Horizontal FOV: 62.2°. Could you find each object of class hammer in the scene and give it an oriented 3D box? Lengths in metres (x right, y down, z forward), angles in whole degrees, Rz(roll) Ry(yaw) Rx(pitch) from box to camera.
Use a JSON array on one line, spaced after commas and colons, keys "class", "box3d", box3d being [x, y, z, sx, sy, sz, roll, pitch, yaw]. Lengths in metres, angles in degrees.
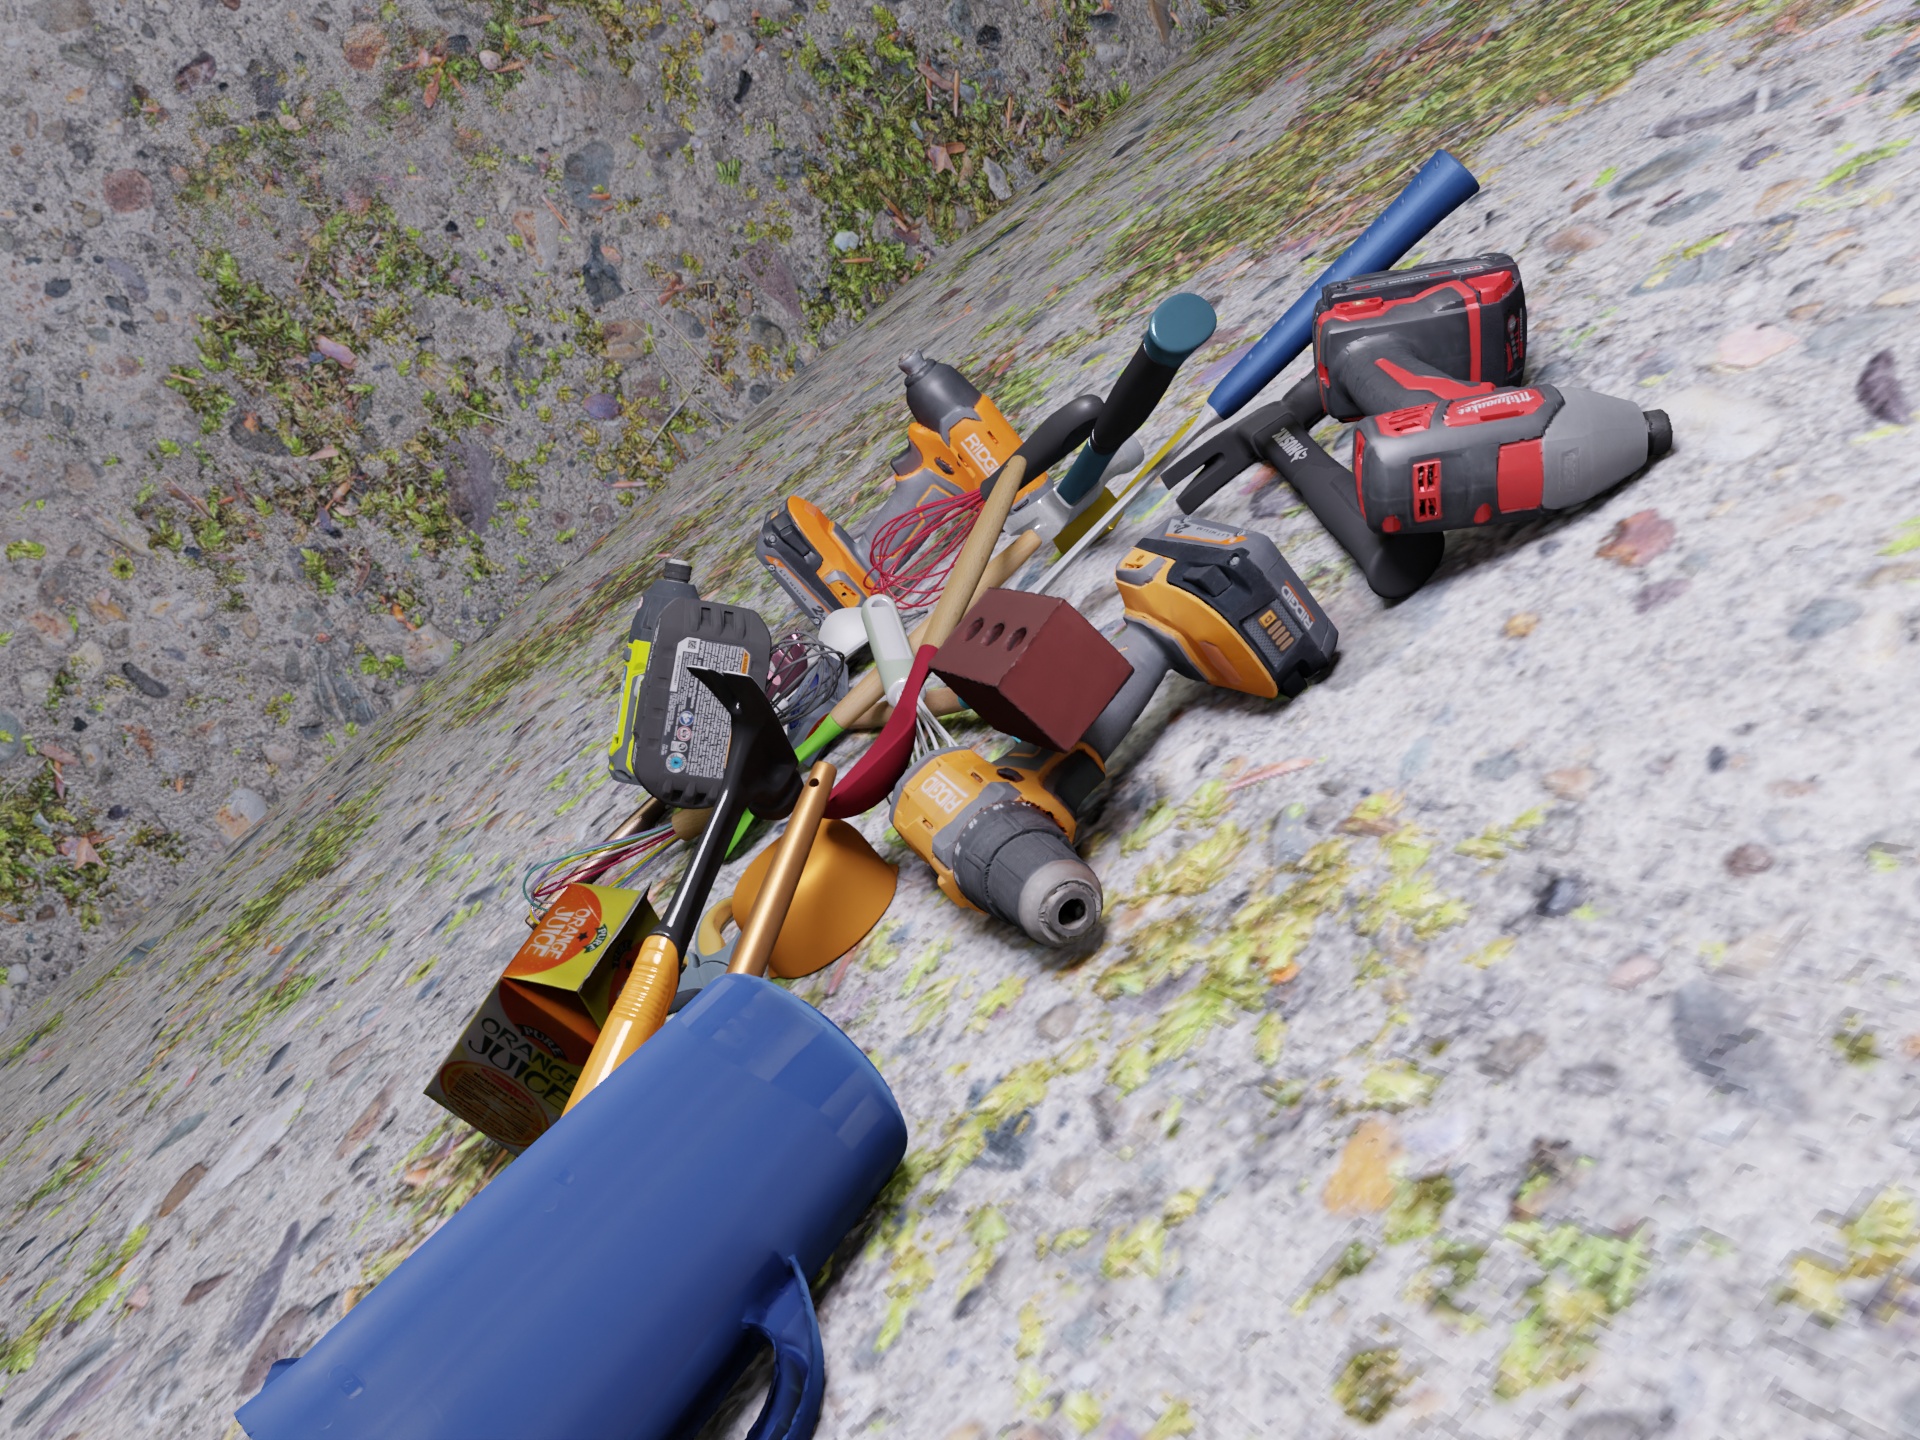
[{"class": "hammer", "box3d": [-0.155, 0.136, 0.771, 0.034, 0.127, 0.337, 10, 60, 16]}, {"class": "hammer", "box3d": [0.148, -0.179, 0.963, 0.405, 0.035, 0.144, -45, 3, 15]}, {"class": "hammer", "box3d": [0.206, -0.137, 0.930, 0.146, 0.035, 0.335, -33, 20, 11]}, {"class": "hammer", "box3d": [0.095, -0.180, 0.978, 0.128, 0.033, 0.331, -42, -2, -12]}]

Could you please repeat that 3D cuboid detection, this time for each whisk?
[{"class": "whisk", "box3d": [-0.149, 0.005, 1.142, 0.239, 0.055, 0.055, -43, 10, 48]}, {"class": "whisk", "box3d": [0.013, -0.156, 1.160, 0.296, 0.073, 0.073, -34, 15, 51]}, {"class": "whisk", "box3d": [-0.032, -0.012, 0.966, 0.058, 0.059, 0.247, -6, 34, -10]}, {"class": "whisk", "box3d": [-0.224, 0.085, 1.165, 0.245, 0.051, 0.047, -28, 16, 16]}]

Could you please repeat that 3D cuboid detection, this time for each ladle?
[{"class": "ladle", "box3d": [-0.011, -0.057, 0.935, 0.069, 0.031, 0.316, -36, 23, 46]}]

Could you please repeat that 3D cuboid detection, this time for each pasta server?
[{"class": "pasta server", "box3d": [-0.230, 0.046, 1.268, 0.316, 0.040, 0.060, -45, 9, -17]}]

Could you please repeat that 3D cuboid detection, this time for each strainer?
[{"class": "strainer", "box3d": [-0.136, -0.019, 1.253, 0.258, 0.050, 0.087, -43, 4, -5]}]

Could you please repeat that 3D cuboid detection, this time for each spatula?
[{"class": "spatula", "box3d": [-0.118, 0.152, 0.736, 0.081, 0.041, 0.323, 8, 59, 20]}, {"class": "spatula", "box3d": [-0.002, -0.003, 1.011, 0.082, 0.044, 0.317, -47, 17, -22]}]

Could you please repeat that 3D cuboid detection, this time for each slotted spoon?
[{"class": "slotted spoon", "box3d": [-0.064, -0.018, 1.065, 0.313, 0.031, 0.070, -42, 18, 12]}]

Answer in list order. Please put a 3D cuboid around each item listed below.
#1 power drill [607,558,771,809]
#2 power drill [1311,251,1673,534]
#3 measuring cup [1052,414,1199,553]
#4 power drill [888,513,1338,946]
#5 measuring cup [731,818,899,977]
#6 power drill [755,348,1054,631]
[{"class": "power drill", "box3d": [-0.200, -0.028, 1.126, 0.223, 0.080, 0.171, -162, 81, -69]}, {"class": "power drill", "box3d": [0.261, -0.167, 0.815, 0.143, 0.078, 0.220, -8, 31, 7]}, {"class": "measuring cup", "box3d": [0.122, -0.185, 1.183, 0.156, 0.029, 0.062, -46, 21, -15]}, {"class": "power drill", "box3d": [0.076, 0.007, 0.774, 0.226, 0.084, 0.185, -43, 22, -4]}, {"class": "measuring cup", "box3d": [-0.099, 0.086, 0.928, 0.095, 0.052, 0.174, -40, 22, -7]}, {"class": "power drill", "box3d": [-0.059, -0.188, 1.310, 0.226, 0.164, 0.084, -35, 20, 12]}]
